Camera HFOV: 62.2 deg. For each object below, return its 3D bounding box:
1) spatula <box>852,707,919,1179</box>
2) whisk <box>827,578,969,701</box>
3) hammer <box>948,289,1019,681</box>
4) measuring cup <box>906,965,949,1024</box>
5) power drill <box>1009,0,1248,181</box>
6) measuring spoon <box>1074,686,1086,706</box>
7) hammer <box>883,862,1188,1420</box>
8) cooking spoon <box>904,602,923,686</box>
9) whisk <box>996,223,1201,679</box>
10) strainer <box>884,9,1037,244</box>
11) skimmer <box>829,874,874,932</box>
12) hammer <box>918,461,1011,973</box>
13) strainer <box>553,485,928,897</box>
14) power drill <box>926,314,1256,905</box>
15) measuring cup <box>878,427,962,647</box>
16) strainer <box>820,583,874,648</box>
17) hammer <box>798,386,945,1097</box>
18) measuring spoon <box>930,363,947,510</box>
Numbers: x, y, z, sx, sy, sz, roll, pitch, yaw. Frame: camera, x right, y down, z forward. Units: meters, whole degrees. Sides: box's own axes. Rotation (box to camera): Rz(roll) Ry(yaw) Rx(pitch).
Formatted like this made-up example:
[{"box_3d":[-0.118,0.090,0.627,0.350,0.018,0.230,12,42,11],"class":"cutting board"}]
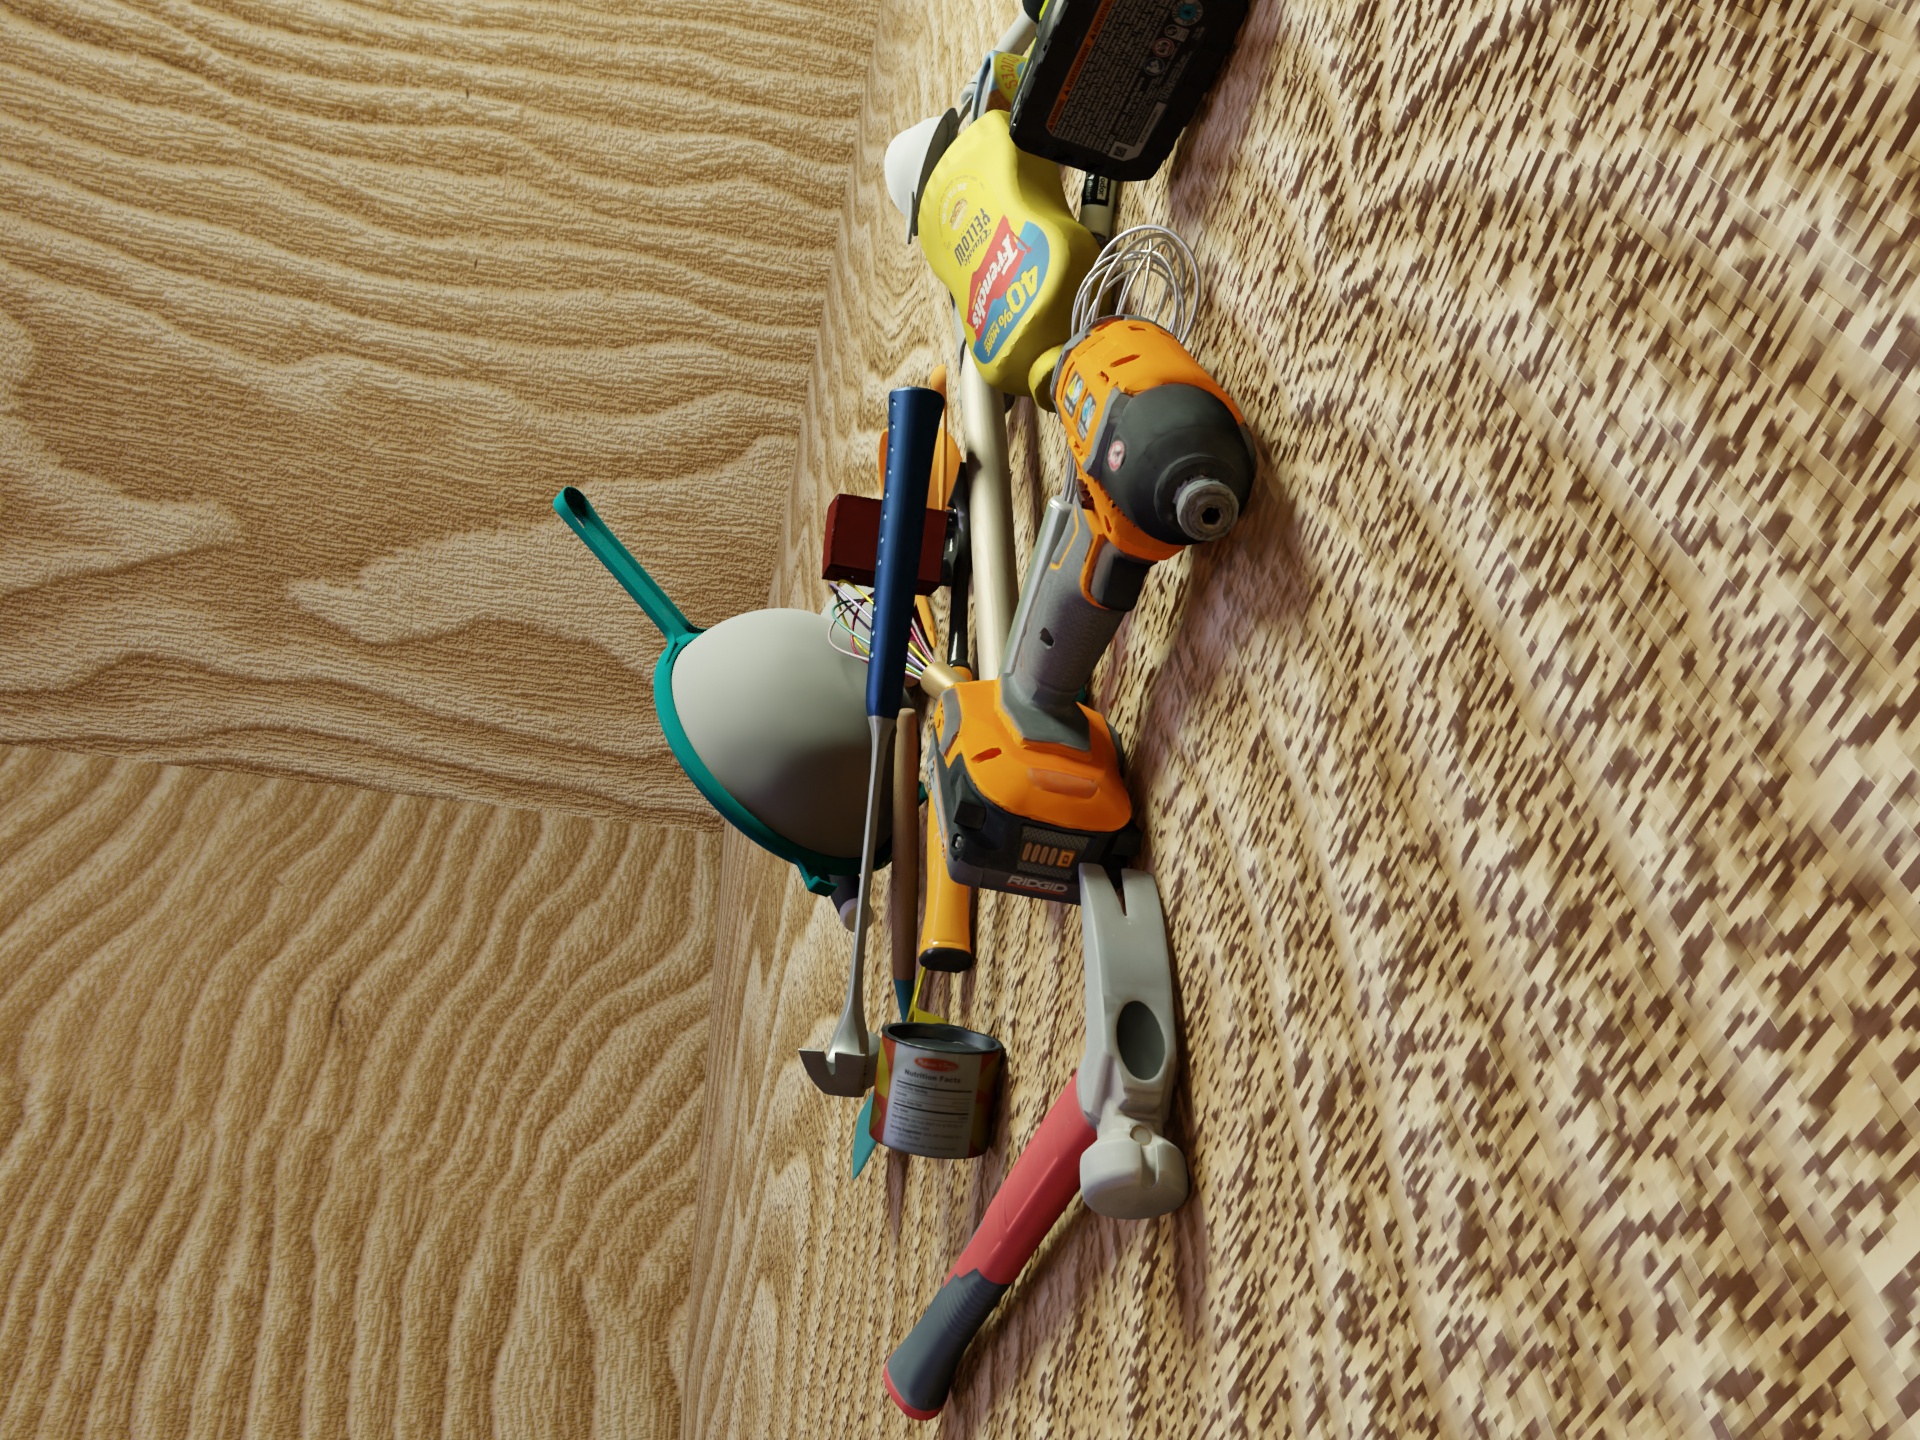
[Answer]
[{"box_3d":[-0.048,0.147,1.062,0.082,0.044,0.317,-98,9,-77],"class":"spatula"},{"box_3d":[-0.023,-0.032,0.985,0.245,0.051,0.047,40,119,52],"class":"whisk"},{"box_3d":[0.017,-0.108,0.903,0.146,0.038,0.411,76,-172,-52],"class":"hammer"},{"box_3d":[-0.013,0.169,1.007,0.062,0.029,0.157,114,172,-54],"class":"measuring cup"},{"box_3d":[0.075,-0.378,0.785,0.190,0.080,0.229,124,155,-54],"class":"power drill"},{"box_3d":[0.062,-0.050,0.801,0.042,0.021,0.129,145,141,-72],"class":"measuring spoon"},{"box_3d":[0.021,0.225,0.737,0.386,0.038,0.143,111,164,-48],"class":"hammer"},{"box_3d":[-0.038,-0.050,1.189,0.319,0.017,0.068,-102,19,-82],"class":"cooking spoon"},{"box_3d":[0.056,-0.107,0.742,0.059,0.057,0.246,30,116,30],"class":"whisk"},{"box_3d":[0.004,-0.423,1.095,0.258,0.050,0.086,-60,-8,-26],"class":"strainer"},{"box_3d":[-0.148,0.067,1.217,0.364,0.090,0.127,-127,40,-62],"class":"skimmer"},{"box_3d":[-0.002,-0.003,1.026,0.127,0.034,0.337,116,159,-60],"class":"hammer"},{"box_3d":[-0.140,-0.052,1.089,0.095,0.340,0.211,-42,0,26],"class":"strainer"},{"box_3d":[0.055,-0.039,0.655,0.164,0.084,0.226,-104,29,-62],"class":"power drill"},{"box_3d":[-0.018,-0.139,1.189,0.095,0.052,0.174,124,134,-69],"class":"measuring cup"},{"box_3d":[-0.089,-0.019,1.326,0.152,0.069,0.256,-87,4,-53],"class":"strainer"},{"box_3d":[-0.045,0.009,0.903,0.144,0.035,0.405,64,-149,-82],"class":"hammer"},{"box_3d":[-0.014,-0.180,1.031,0.116,0.011,0.021,91,177,-47],"class":"measuring spoon"}]
